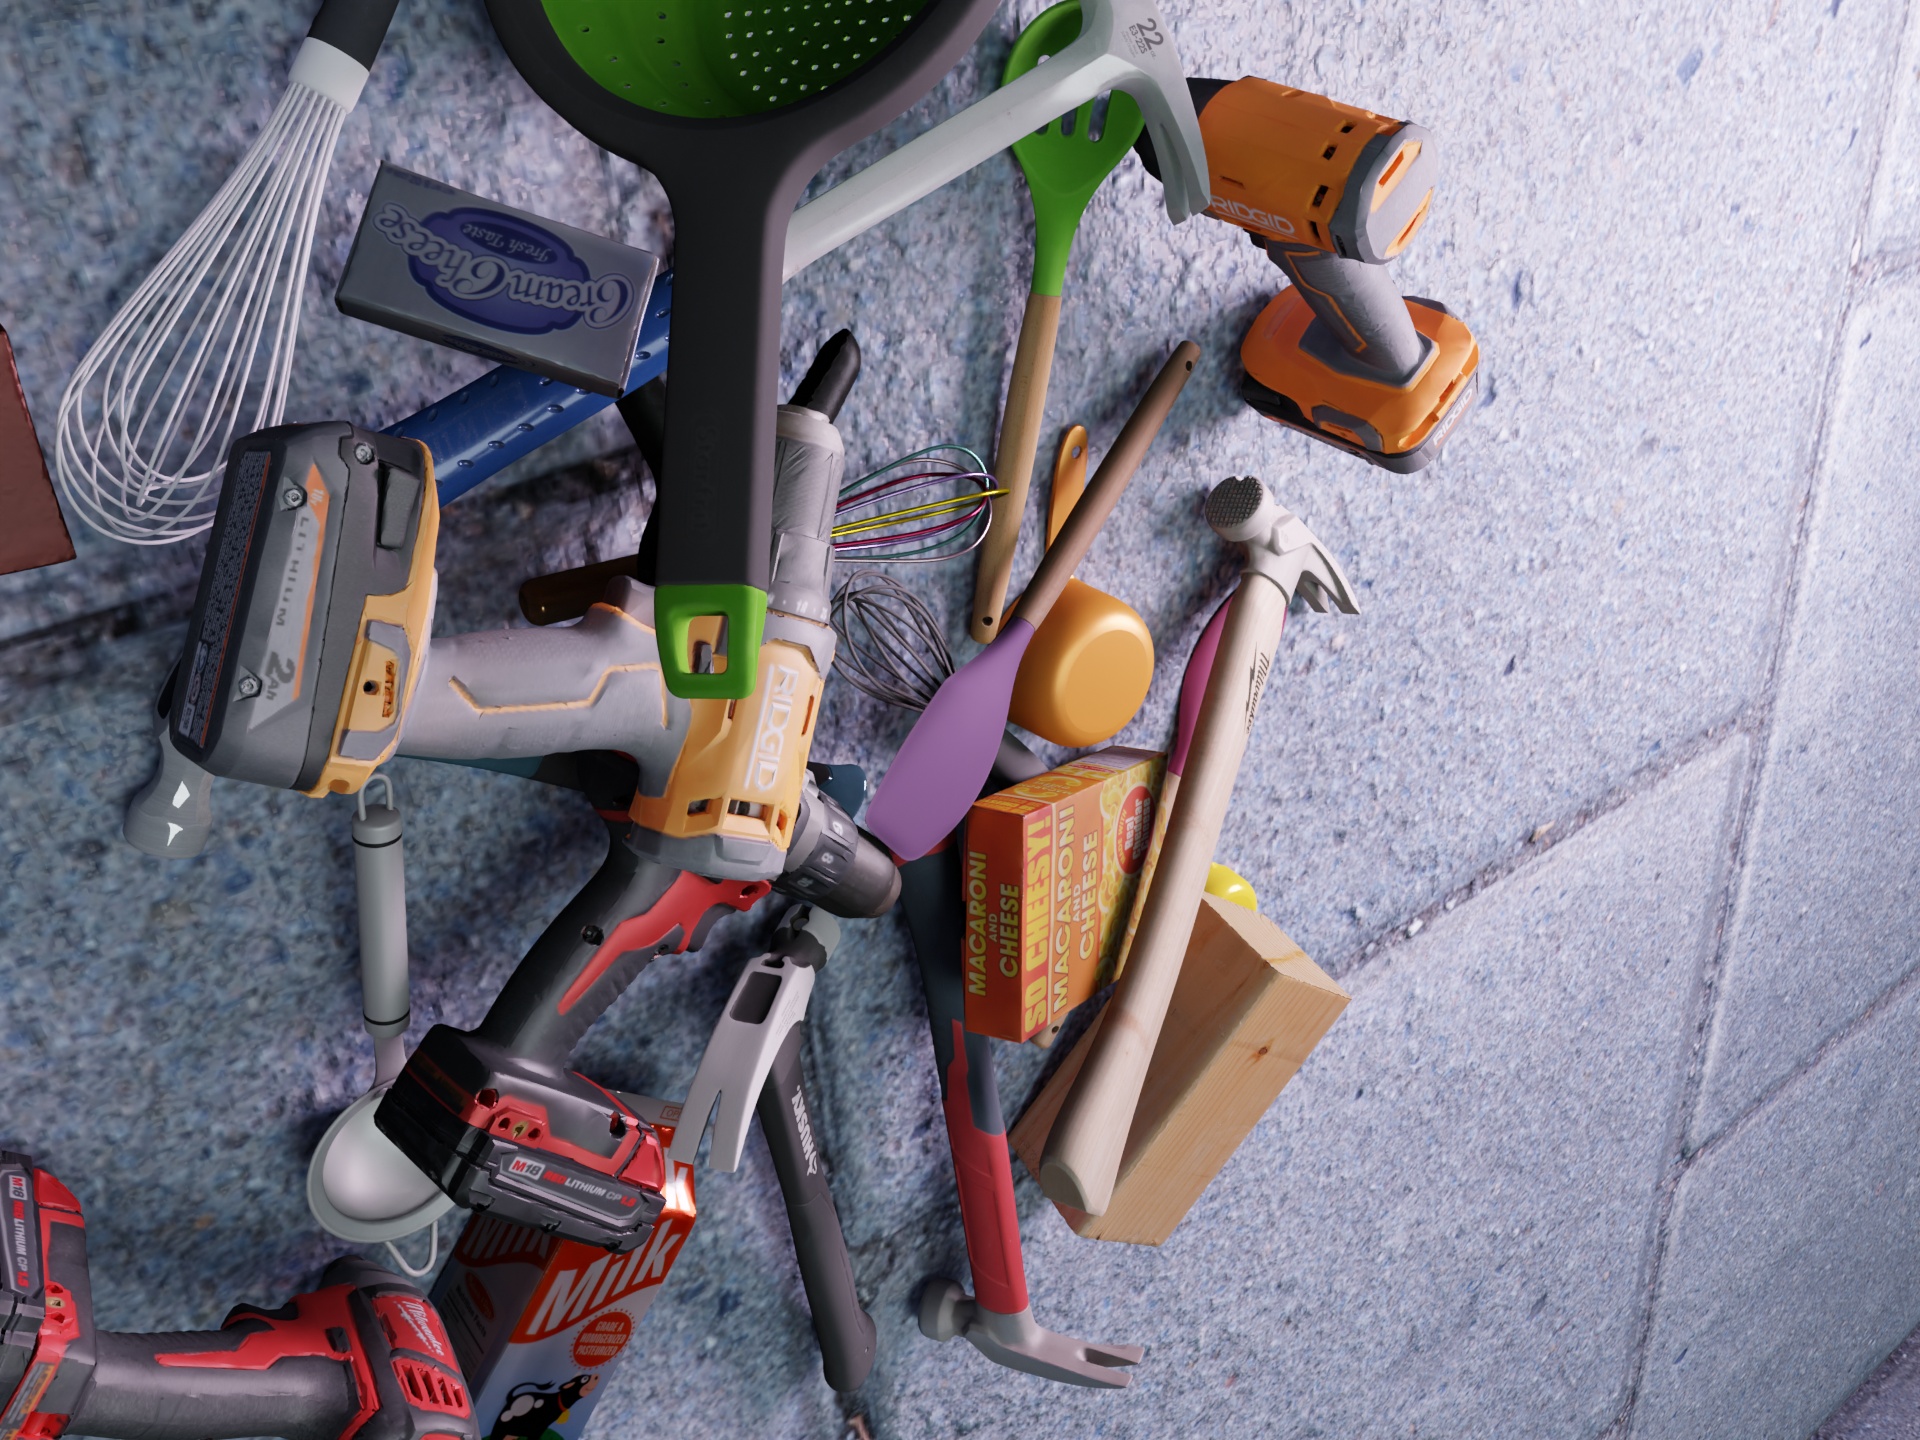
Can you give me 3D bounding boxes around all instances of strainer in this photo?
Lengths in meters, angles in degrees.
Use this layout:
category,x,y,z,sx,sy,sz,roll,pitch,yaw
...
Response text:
category,x,y,z,sx,sy,sz,roll,pitch,yaw
strainer,-0.246,0.132,0.684,0.087,0.050,0.258,-17,127,-39

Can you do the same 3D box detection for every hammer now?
category,x,y,z,sx,sy,sz,roll,pitch,yaw
hammer,-0.177,0.015,0.705,0.330,0.033,0.128,13,104,-42
hammer,0.021,0.228,0.917,0.038,0.143,0.386,-46,135,-51
hammer,0.134,0.075,0.900,0.146,0.038,0.411,35,69,-45
hammer,-0.086,0.269,0.874,0.146,0.035,0.334,-62,153,-47
hammer,-0.070,-0.185,0.642,0.405,0.035,0.144,-36,101,-15

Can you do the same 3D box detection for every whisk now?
category,x,y,z,sx,sy,sz,roll,pitch,yaw
whisk,-0.081,-0.083,0.728,0.245,0.047,0.051,-18,123,-28
whisk,-0.001,-0.002,0.832,0.055,0.055,0.238,-52,137,-6
whisk,-0.231,-0.192,0.544,0.070,0.070,0.284,24,90,-44

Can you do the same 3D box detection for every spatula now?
category,x,y,z,sx,sy,sz,roll,pitch,yaw
spatula,0.045,-0.068,0.805,0.059,0.018,0.316,44,70,-40

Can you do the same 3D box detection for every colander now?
category,x,y,z,sx,sy,sz,roll,pitch,yaw
colander,-0.066,-0.202,0.569,0.094,0.204,0.397,19,72,-74

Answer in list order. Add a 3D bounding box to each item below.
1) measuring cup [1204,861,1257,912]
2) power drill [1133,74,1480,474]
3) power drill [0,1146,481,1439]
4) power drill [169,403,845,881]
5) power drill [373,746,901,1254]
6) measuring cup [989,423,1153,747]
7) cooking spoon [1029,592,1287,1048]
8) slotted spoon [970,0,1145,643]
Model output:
category,x,y,z,sx,sy,sz,roll,pitch,yaw
measuring cup,0.130,0.133,1.016,0.156,0.029,0.062,-11,118,-36
power drill,0.169,-0.229,0.798,0.084,0.164,0.226,-54,146,-5
power drill,-0.311,0.253,0.649,0.219,0.143,0.078,30,93,-37
power drill,-0.142,-0.045,0.573,0.226,0.084,0.185,13,90,-39
power drill,-0.129,0.113,0.710,0.187,0.080,0.227,39,76,-45
measuring cup,0.067,-0.067,0.848,0.095,0.052,0.173,-13,120,-34
cooking spoon,0.121,0.057,0.973,0.068,0.017,0.319,29,88,-44
slotted spoon,0.035,-0.184,0.780,0.070,0.031,0.313,7,114,-7
